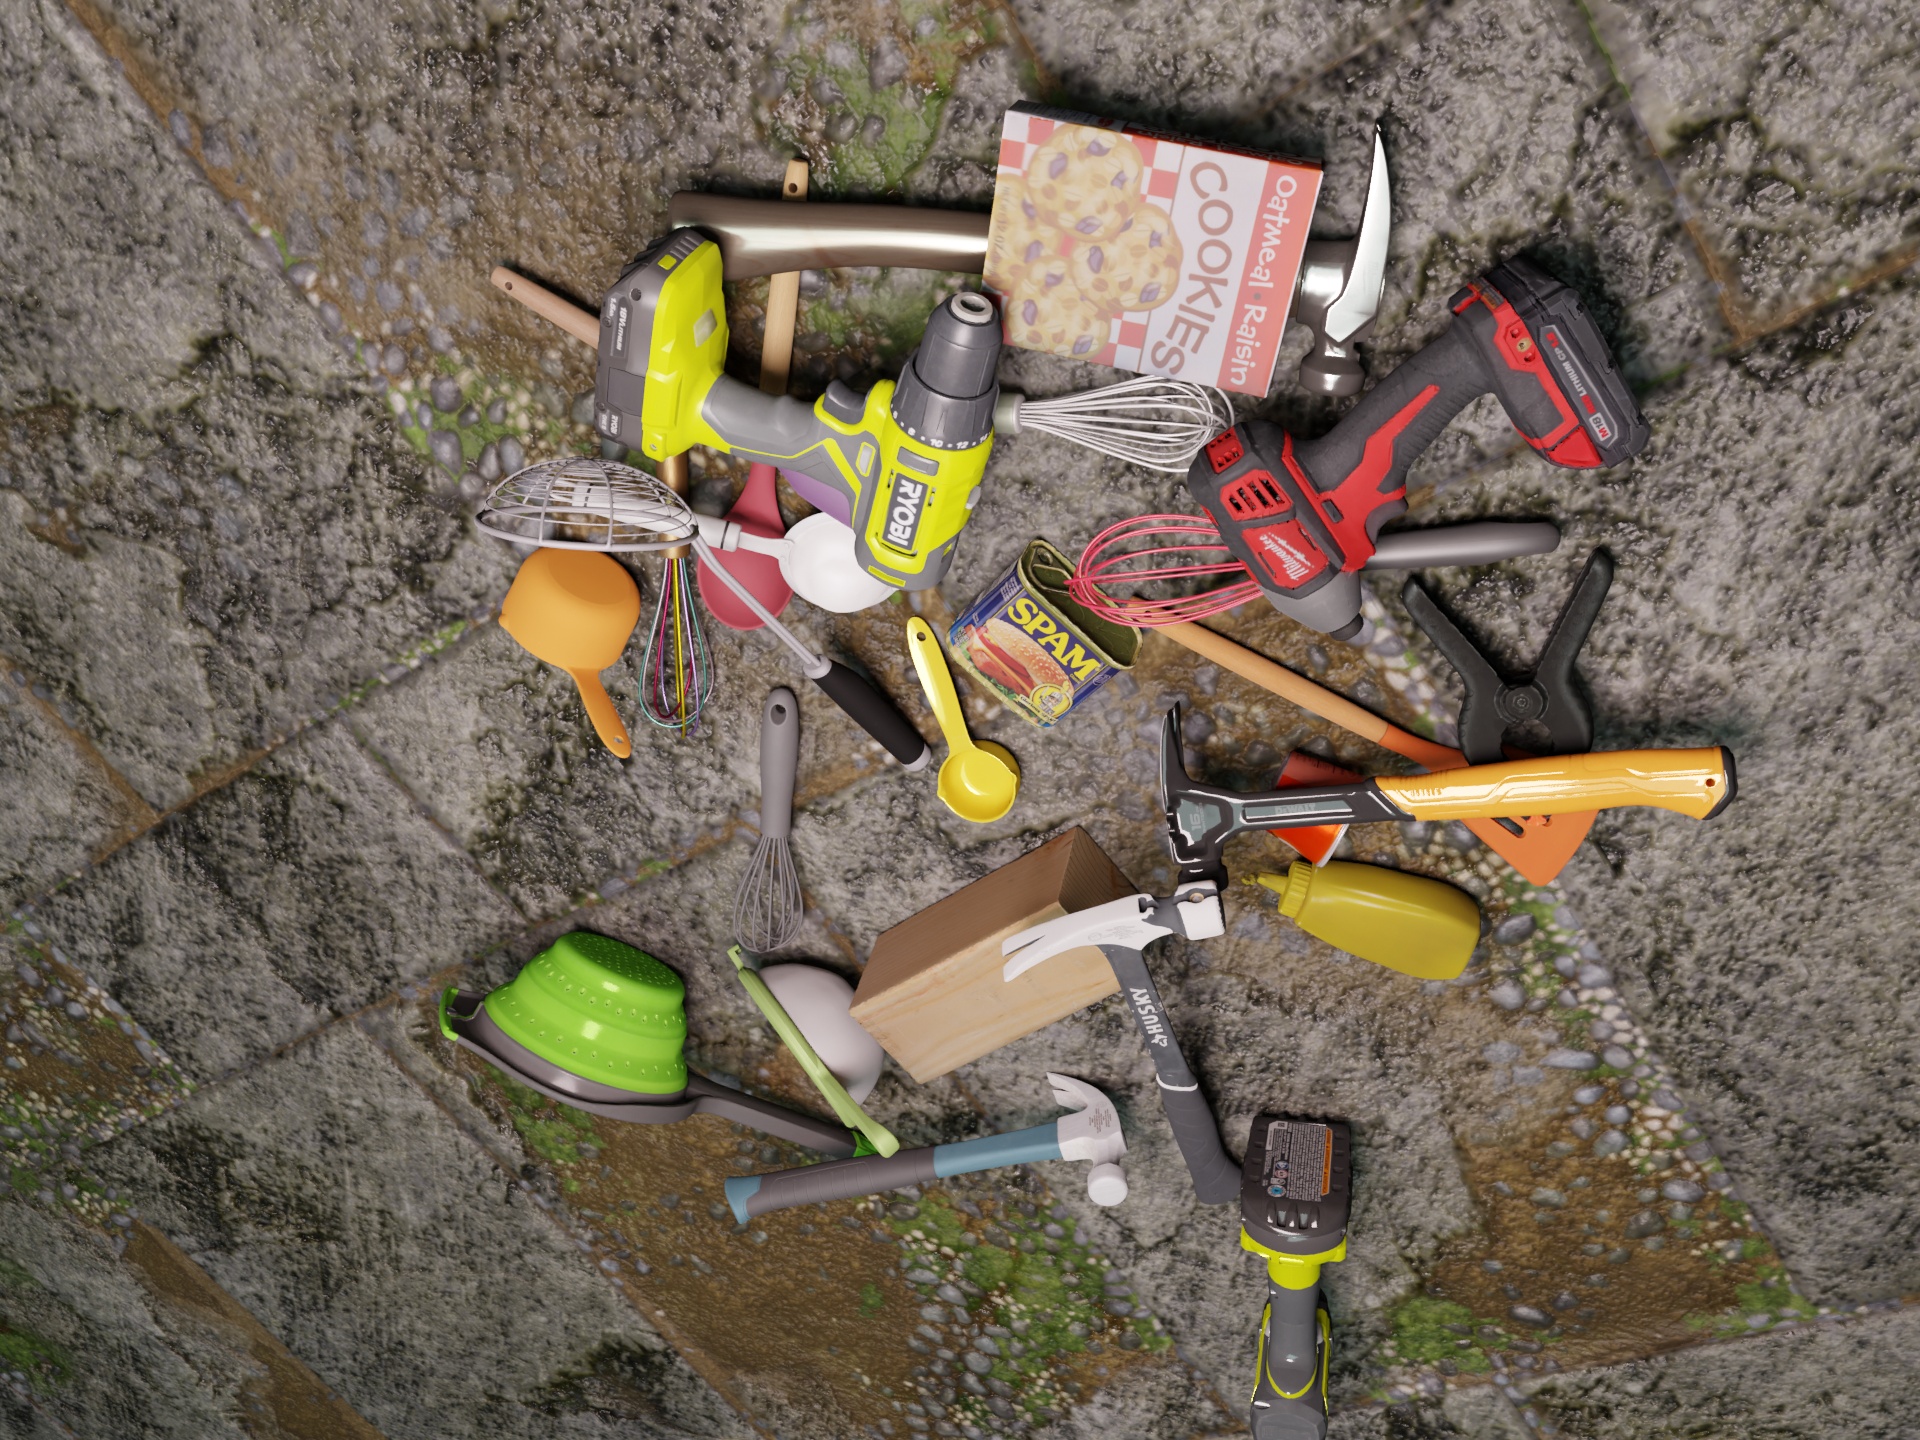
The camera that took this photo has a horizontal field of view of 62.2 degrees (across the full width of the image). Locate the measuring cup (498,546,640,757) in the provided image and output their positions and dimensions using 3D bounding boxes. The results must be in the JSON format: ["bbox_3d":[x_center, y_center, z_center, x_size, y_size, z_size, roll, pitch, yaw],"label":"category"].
[{"bbox_3d":[-0.247,-0.053,1.074,0.095,0.174,0.052,3,133,-40],"label":"measuring cup"}]

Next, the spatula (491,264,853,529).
[{"bbox_3d":[-0.158,-0.204,1.003,0.316,0.018,0.059,30,118,2],"label":"spatula"}]

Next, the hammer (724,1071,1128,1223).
[{"bbox_3d":[-0.032,0.352,1.257,0.331,0.128,0.033,-13,117,11],"label":"hammer"}]

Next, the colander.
[{"bbox_3d":[-0.218,0.265,1.302,0.396,0.205,0.094,25,92,-19],"label":"colander"}]

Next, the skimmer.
[{"bbox_3d":[-0.146,-0.047,1.019,0.127,0.090,0.362,24,165,49],"label":"skimmer"}]

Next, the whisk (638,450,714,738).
[{"bbox_3d":[-0.199,-0.097,1.100,0.051,0.047,0.244,10,120,12],"label":"whisk"}]

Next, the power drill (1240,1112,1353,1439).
[{"bbox_3d":[0.259,0.425,1.231,0.080,0.171,0.223,3,114,15],"label":"power drill"}]

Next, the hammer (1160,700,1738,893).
[{"bbox_3d":[0.288,0.038,0.973,0.337,0.034,0.127,-6,101,23],"label":"hammer"}]

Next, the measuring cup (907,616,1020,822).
[{"bbox_3d":[-0.002,-0.004,1.115,0.062,0.029,0.156,-14,105,24],"label":"measuring cup"}]

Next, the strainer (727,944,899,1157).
[{"bbox_3d":[-0.084,0.250,1.202,0.069,0.256,0.151,-37,114,-14],"label":"strainer"}]

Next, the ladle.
[{"bbox_3d":[-0.123,-0.200,1.018,0.069,0.031,0.315,14,123,2],"label":"ladle"}]

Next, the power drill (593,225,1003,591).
[{"bbox_3d":[-0.088,-0.191,0.913,0.228,0.080,0.190,24,138,5],"label":"power drill"}]

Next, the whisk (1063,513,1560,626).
[{"bbox_3d":[0.209,-0.099,0.968,0.296,0.073,0.073,-4,121,13],"label":"whisk"}]

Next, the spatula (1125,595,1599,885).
[{"bbox_3d":[0.252,-0.002,1.025,0.322,0.041,0.081,27,105,0],"label":"spatula"}]

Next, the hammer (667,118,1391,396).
[{"bbox_3d":[0.033,-0.277,0.903,0.410,0.038,0.146,8,122,8],"label":"hammer"}]

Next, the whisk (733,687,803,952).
[{"bbox_3d":[-0.142,0.080,1.194,0.055,0.055,0.238,12,120,9],"label":"whisk"}]

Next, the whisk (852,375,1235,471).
[{"bbox_3d":[0.044,-0.186,0.967,0.246,0.057,0.059,6,89,18],"label":"whisk"}]

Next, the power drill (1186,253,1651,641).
[{"bbox_3d":[0.251,-0.142,0.880,0.219,0.079,0.143,-32,115,17],"label":"power drill"}]

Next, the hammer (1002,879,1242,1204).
[{"bbox_3d":[0.148,0.252,1.149,0.149,0.036,0.408,-12,136,11],"label":"hammer"}]

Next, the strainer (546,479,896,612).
[{"bbox_3d":[-0.142,-0.115,1.033,0.258,0.050,0.086,15,135,-6],"label":"strainer"}]
